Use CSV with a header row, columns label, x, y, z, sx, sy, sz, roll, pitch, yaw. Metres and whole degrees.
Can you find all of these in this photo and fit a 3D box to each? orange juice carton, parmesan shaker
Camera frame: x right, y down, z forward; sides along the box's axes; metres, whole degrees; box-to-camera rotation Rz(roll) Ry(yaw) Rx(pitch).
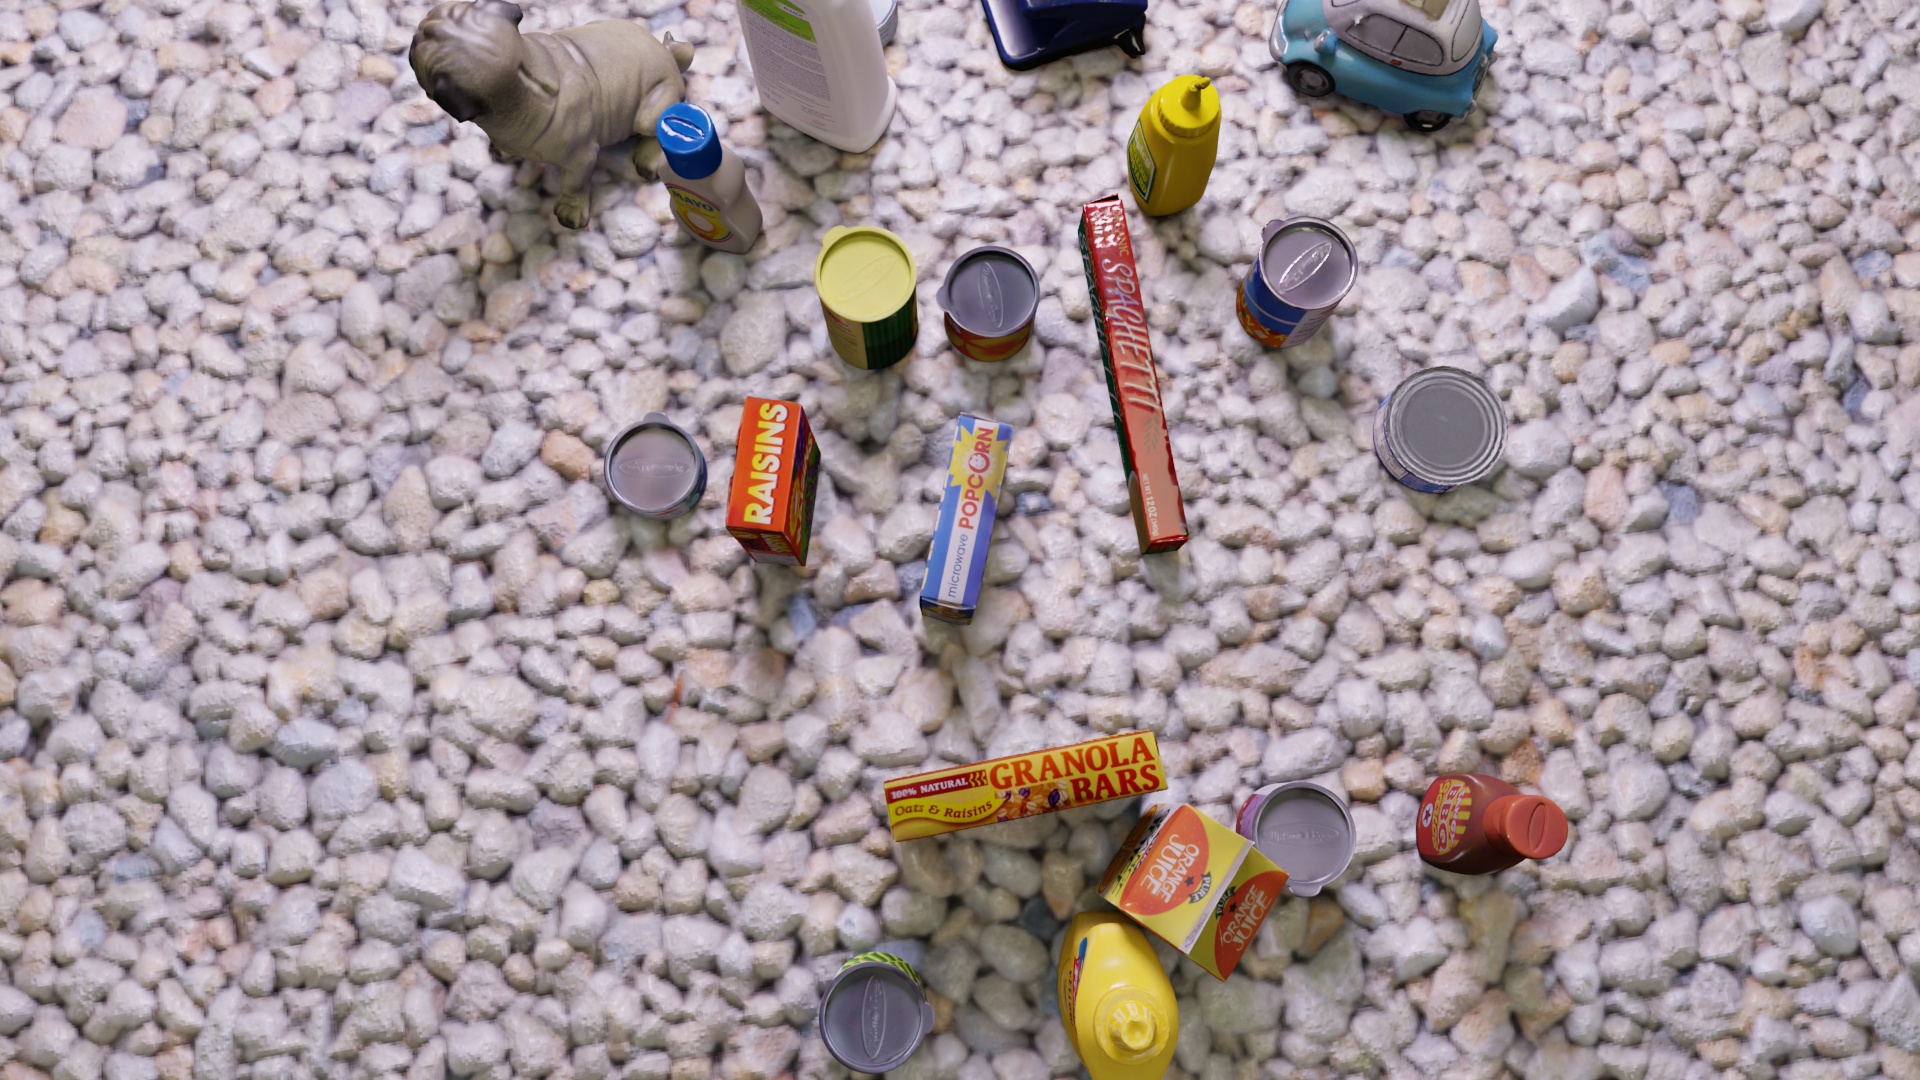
label,x,y,z,sx,sy,sz,roll,pitch,yaw
orange juice carton,0.137,0.206,0.830,0.073,0.192,0.072,34,81,5
parmesan shaker,-0.063,-0.165,0.945,0.071,0.103,0.071,0,79,-1

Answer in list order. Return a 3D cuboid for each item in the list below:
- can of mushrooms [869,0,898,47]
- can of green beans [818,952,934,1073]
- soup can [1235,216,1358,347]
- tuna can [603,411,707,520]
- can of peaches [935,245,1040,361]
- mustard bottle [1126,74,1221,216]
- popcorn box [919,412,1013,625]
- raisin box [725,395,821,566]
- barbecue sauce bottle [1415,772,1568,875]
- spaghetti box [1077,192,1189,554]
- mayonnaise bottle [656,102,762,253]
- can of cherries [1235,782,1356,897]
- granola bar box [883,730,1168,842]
label,x,y,z,sx,sy,sz,roll,pitch,yaw
can of mushrooms,-0.081,-0.395,1.025,0.071,0.033,0.071,0,79,-1
can of green beans,-0.054,0.297,0.878,0.071,0.057,0.071,0,79,-1
soup can,0.229,-0.179,0.961,0.071,0.083,0.071,0,79,-1
tuna can,-0.209,-0.051,0.957,0.071,0.032,0.071,0,79,-1
can of peaches,0.018,-0.164,0.969,0.071,0.058,0.071,0,79,-1
mustard bottle,0.146,-0.275,0.940,0.049,0.160,0.065,-17,80,-4
popcorn box,0.003,-0.012,0.925,0.038,0.085,0.127,12,79,2
raisin box,-0.121,-0.036,0.909,0.040,0.123,0.086,7,79,1
barbecue sauce bottle,0.328,0.176,0.860,0.044,0.148,0.065,16,80,2
spaghetti box,0.118,-0.115,0.965,0.029,0.050,0.250,-9,79,-2
mayonnaise bottle,-0.173,-0.243,0.936,0.065,0.148,0.041,23,80,4
can of cherries,0.215,0.193,0.901,0.071,0.058,0.071,0,79,-1
granola bar box,0.037,0.154,0.873,0.166,0.124,0.039,-11,80,-3
